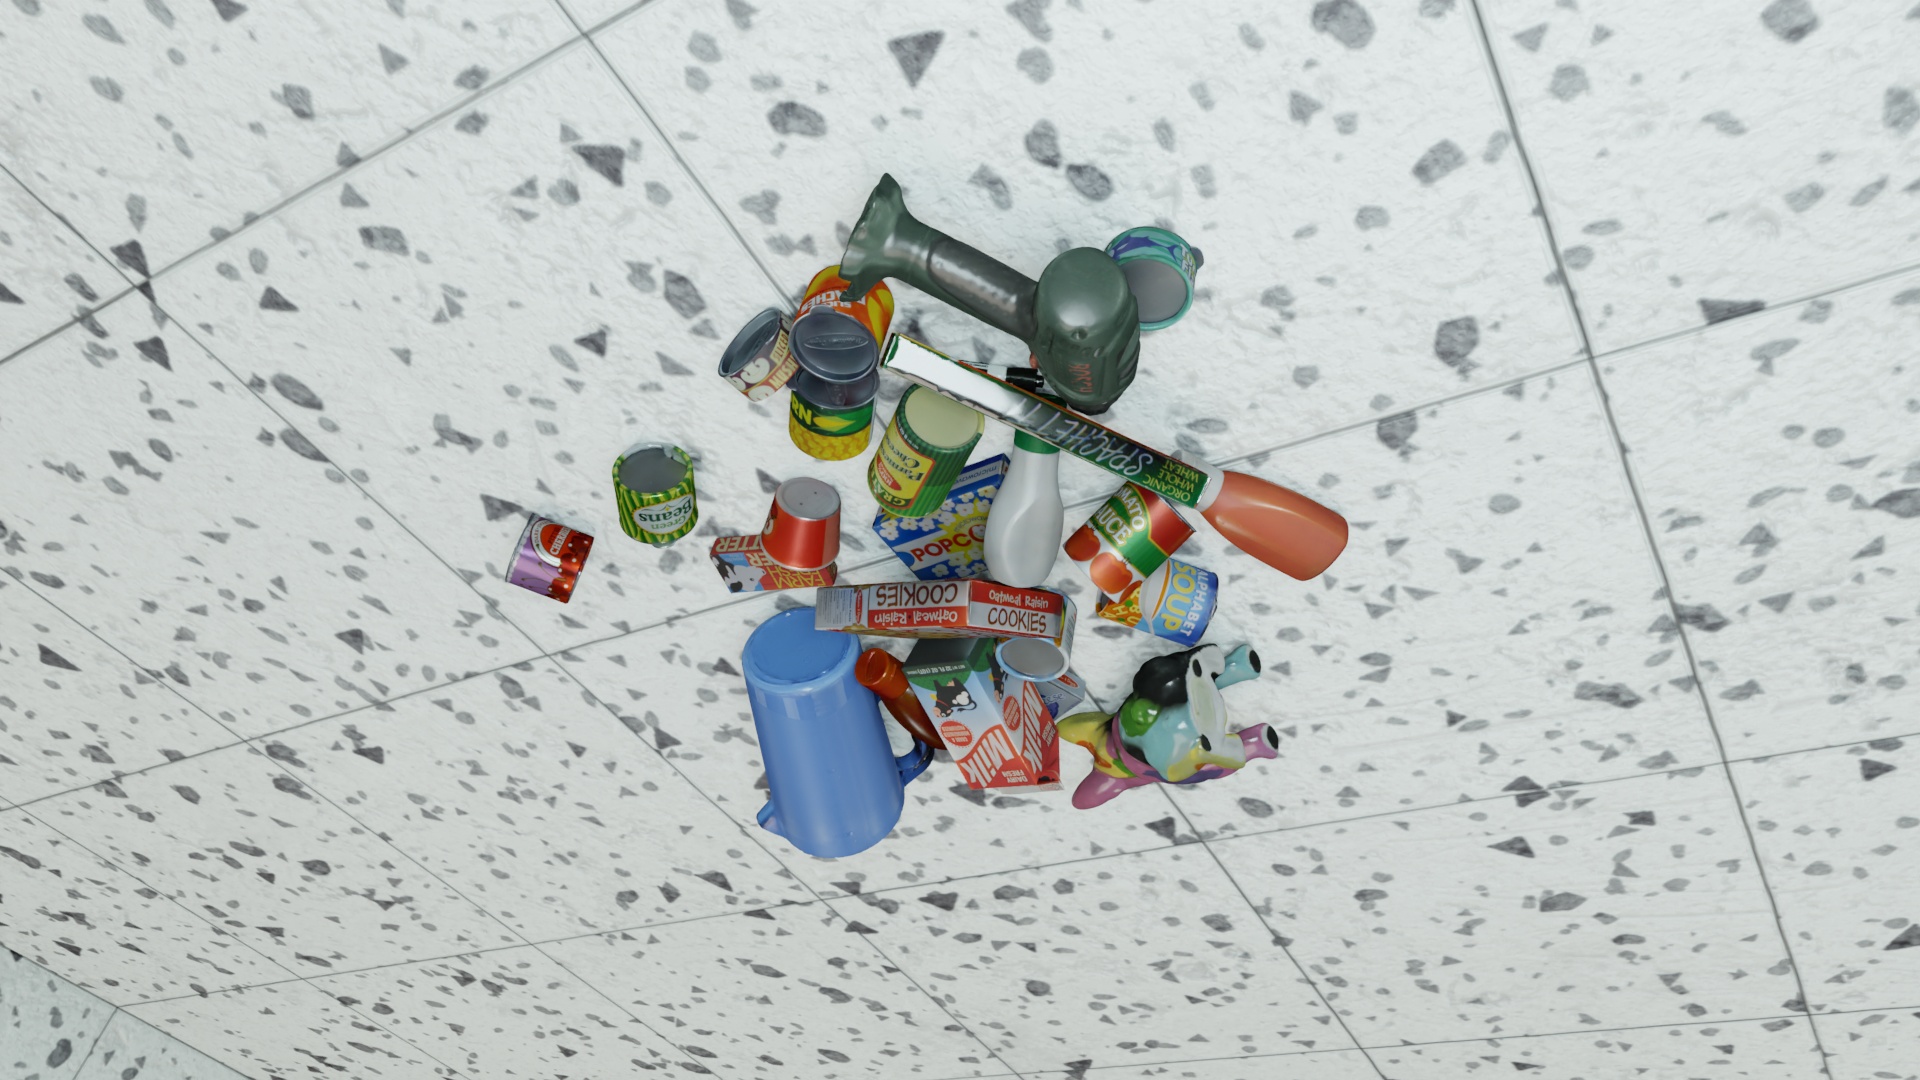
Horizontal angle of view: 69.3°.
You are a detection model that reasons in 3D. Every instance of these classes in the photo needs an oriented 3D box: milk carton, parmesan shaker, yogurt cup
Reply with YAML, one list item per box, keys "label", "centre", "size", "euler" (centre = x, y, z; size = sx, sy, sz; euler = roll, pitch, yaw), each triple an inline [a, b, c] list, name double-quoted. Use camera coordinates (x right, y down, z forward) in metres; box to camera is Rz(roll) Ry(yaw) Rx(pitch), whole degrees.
- label: "milk carton"
  centre: [0.029, 0.162, 1.267]
  size: [0.072, 0.074, 0.190]
  euler: [-10, 121, 32]
- label: "parmesan shaker"
  centre: [-0.029, -0.072, 1.057]
  size: [0.071, 0.071, 0.102]
  euler: [19, 149, -7]
- label: "yogurt cup"
  centre: [-0.130, -0.016, 1.157]
  size: [0.072, 0.073, 0.053]
  euler: [14, 130, -2]

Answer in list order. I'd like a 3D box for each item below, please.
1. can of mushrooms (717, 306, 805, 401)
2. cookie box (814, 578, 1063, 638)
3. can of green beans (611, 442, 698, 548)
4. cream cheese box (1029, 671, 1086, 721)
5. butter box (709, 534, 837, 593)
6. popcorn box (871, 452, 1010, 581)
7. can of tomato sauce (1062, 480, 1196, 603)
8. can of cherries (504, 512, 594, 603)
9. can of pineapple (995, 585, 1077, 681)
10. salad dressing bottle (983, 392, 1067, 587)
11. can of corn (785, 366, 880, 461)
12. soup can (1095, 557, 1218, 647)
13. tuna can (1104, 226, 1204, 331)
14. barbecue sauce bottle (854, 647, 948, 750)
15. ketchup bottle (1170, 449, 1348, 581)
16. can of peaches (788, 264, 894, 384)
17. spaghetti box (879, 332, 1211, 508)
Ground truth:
- label: "can of mushrooms"
  centre: [-0.144, -0.137, 1.025]
  size: [0.071, 0.071, 0.033]
  euler: [-26, 126, 34]
- label: "cookie box"
  centre: [-0.018, 0.058, 1.154]
  size: [0.167, 0.040, 0.123]
  euler: [-4, 170, 39]
- label: "can of green beans"
  centre: [-0.254, -0.040, 1.156]
  size: [0.071, 0.071, 0.057]
  euler: [9, 137, 4]
- label: "cream cheese box"
  centre: [0.068, 0.154, 1.318]
  size: [0.053, 0.024, 0.103]
  euler: [31, 134, -17]
- label: "butter box"
  centre: [-0.164, 0.019, 1.229]
  size: [0.103, 0.024, 0.053]
  euler: [-5, 135, 18]
- label: "popcorn box"
  centre: [0.004, -0.014, 1.144]
  size: [0.126, 0.038, 0.085]
  euler: [-19, 130, 29]
- label: "can of tomato sauce"
  centre: [0.130, -0.003, 1.080]
  size: [0.083, 0.071, 0.071]
  euler: [-45, 118, 8]
- label: "can of cherries"
  centre: [-0.366, 0.015, 1.242]
  size: [0.058, 0.072, 0.071]
  euler: [22, 137, -11]
- label: "can of pineapple"
  centre: [0.065, 0.082, 1.217]
  size: [0.071, 0.058, 0.070]
  euler: [7, 137, 6]
- label: "salad dressing bottle"
  centre: [0.054, -0.039, 1.065]
  size: [0.064, 0.044, 0.147]
  euler: [-9, 118, -36]
- label: "can of corn"
  centre: [-0.099, -0.102, 1.052]
  size: [0.071, 0.071, 0.058]
  euler: [12, 138, 0]
- label: "soup can"
  centre: [0.162, 0.044, 1.146]
  size: [0.084, 0.072, 0.071]
  euler: [19, 137, -6]
- label: "tuna can"
  centre: [0.129, -0.177, 0.944]
  size: [0.071, 0.033, 0.070]
  euler: [7, 138, 7]
- label: "barbecue sauce bottle"
  centre: [-0.043, 0.141, 1.275]
  size: [0.043, 0.065, 0.148]
  euler: [-1, 154, 31]
- label: "ketchup bottle"
  centre: [0.225, -0.022, 1.079]
  size: [0.149, 0.044, 0.064]
  euler: [26, 135, -14]
- label: "can of peaches"
  centre: [-0.085, -0.158, 0.997]
  size: [0.071, 0.058, 0.070]
  euler: [7, 137, 7]
- label: "spaghetti box"
  centre: [0.061, -0.086, 0.996]
  size: [0.250, 0.050, 0.028]
  euler: [24, 96, -8]
